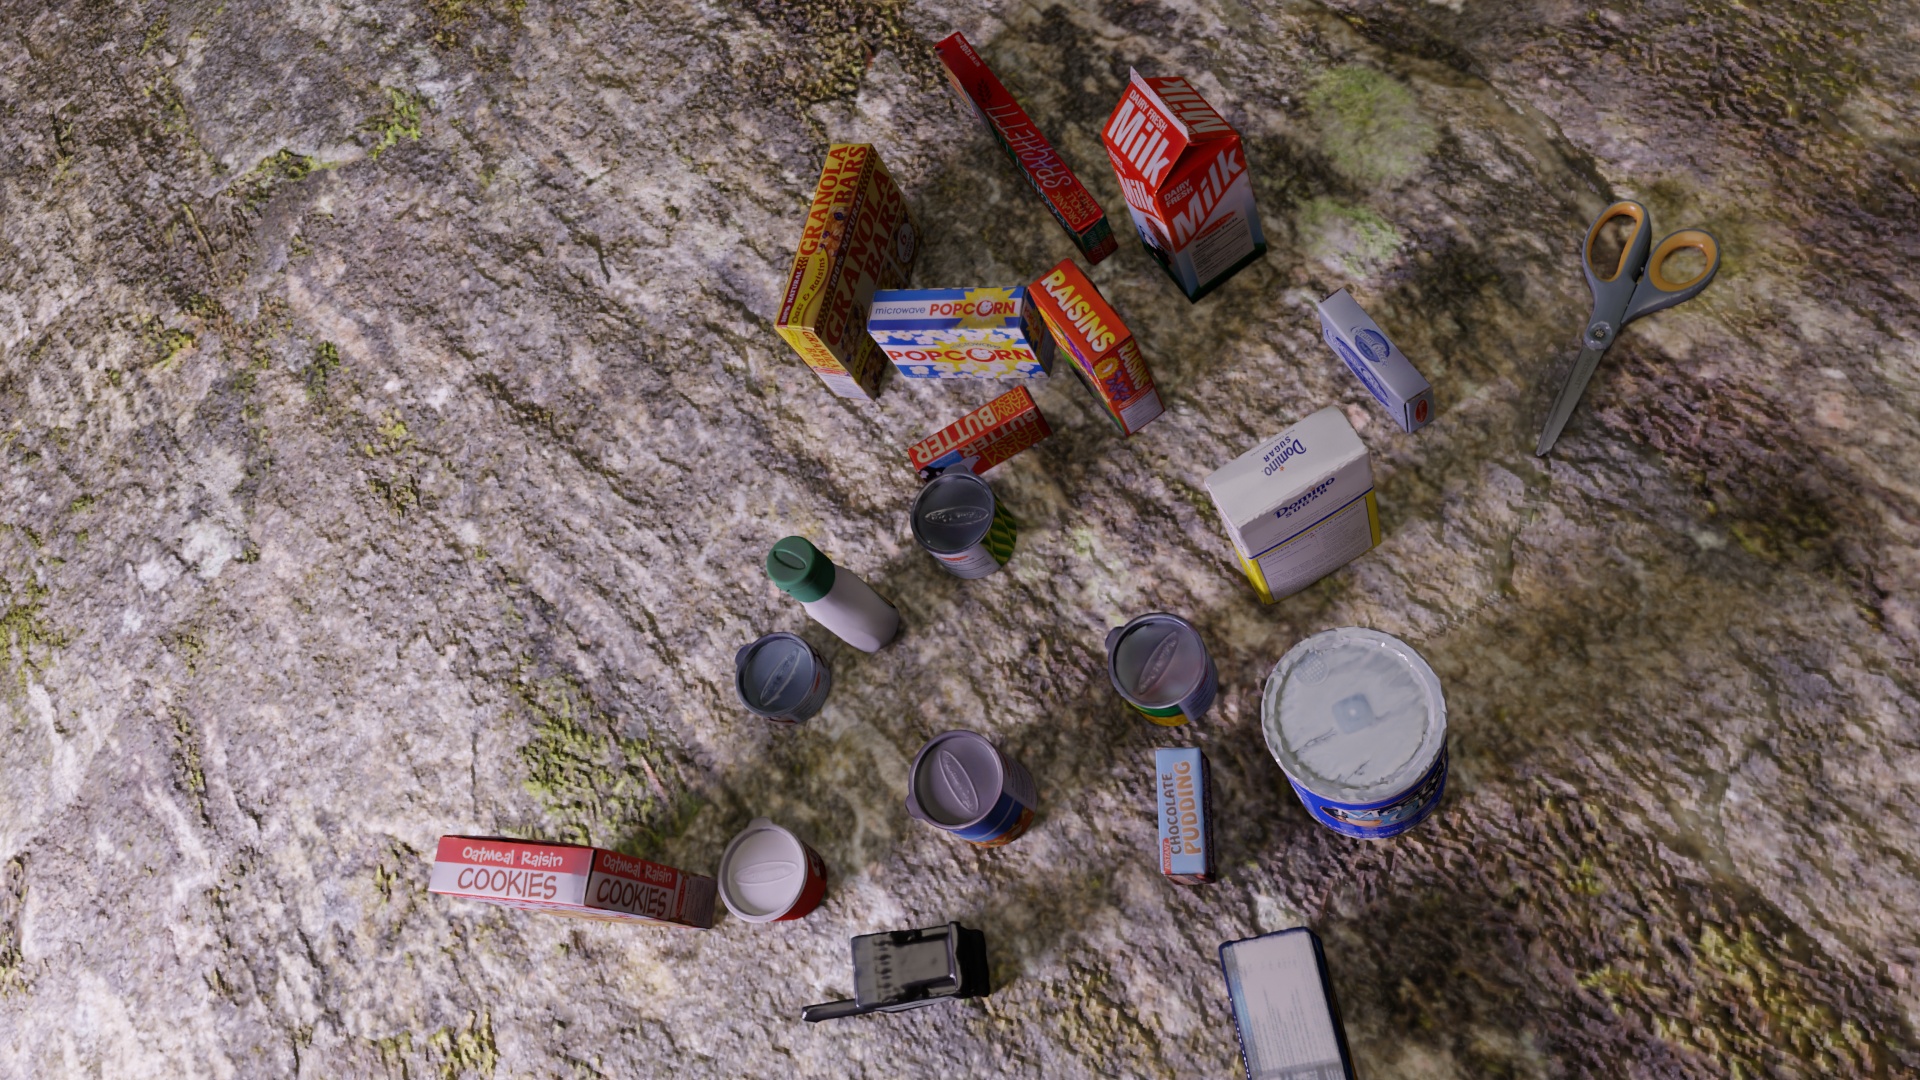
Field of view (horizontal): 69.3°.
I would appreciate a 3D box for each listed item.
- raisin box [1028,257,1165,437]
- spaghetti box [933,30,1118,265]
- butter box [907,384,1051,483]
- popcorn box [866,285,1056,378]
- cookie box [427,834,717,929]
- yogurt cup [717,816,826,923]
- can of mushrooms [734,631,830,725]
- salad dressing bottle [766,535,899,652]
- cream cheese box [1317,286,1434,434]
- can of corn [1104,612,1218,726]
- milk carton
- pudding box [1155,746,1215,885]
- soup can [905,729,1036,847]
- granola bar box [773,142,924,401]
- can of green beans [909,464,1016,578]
[{"bbox_3d":[0.101,-0.139,1.014,0.040,0.123,0.086,-35,62,4],"label":"raisin box"},{"bbox_3d":[0.052,-0.327,1.149,0.028,0.050,0.251,-34,62,4],"label":"spaghetti box"},{"bbox_3d":[0.015,-0.075,1.058,0.103,0.053,0.024,-29,63,6],"label":"butter box"},{"bbox_3d":[0.002,-0.161,1.080,0.127,0.085,0.038,2,70,20],"label":"popcorn box"},{"bbox_3d":[-0.264,0.239,0.965,0.123,0.167,0.040,-1,69,19],"label":"cookie box"},{"bbox_3d":[-0.130,0.238,0.982,0.072,0.054,0.072,-7,67,17],"label":"yogurt cup"},{"bbox_3d":[-0.135,0.104,1.050,0.071,0.033,0.071,-7,67,17],"label":"can of mushrooms"},{"bbox_3d":[-0.091,0.039,0.996,0.064,0.147,0.044,25,79,26],"label":"salad dressing bottle"},{"bbox_3d":[0.293,-0.127,0.980,0.024,0.053,0.104,-34,62,4],"label":"cream cheese box"},{"bbox_3d":[0.137,0.088,0.946,0.071,0.058,0.071,-7,67,17],"label":"can of corn"},{"bbox_3d":[0.161,-0.261,1.004,0.073,0.190,0.072,-35,62,4],"label":"milk carton"},{"bbox_3d":[0.148,0.180,0.910,0.030,0.049,0.084,-6,67,17],"label":"pudding box"},{"bbox_3d":[0.007,0.171,0.944,0.071,0.083,0.071,-7,67,17],"label":"soup can"},{"bbox_3d":[-0.086,-0.212,1.110,0.039,0.124,0.166,8,72,22],"label":"granola bar box"},{"bbox_3d":[0.003,-0.011,1.034,0.071,0.057,0.071,-7,67,17],"label":"can of green beans"}]
